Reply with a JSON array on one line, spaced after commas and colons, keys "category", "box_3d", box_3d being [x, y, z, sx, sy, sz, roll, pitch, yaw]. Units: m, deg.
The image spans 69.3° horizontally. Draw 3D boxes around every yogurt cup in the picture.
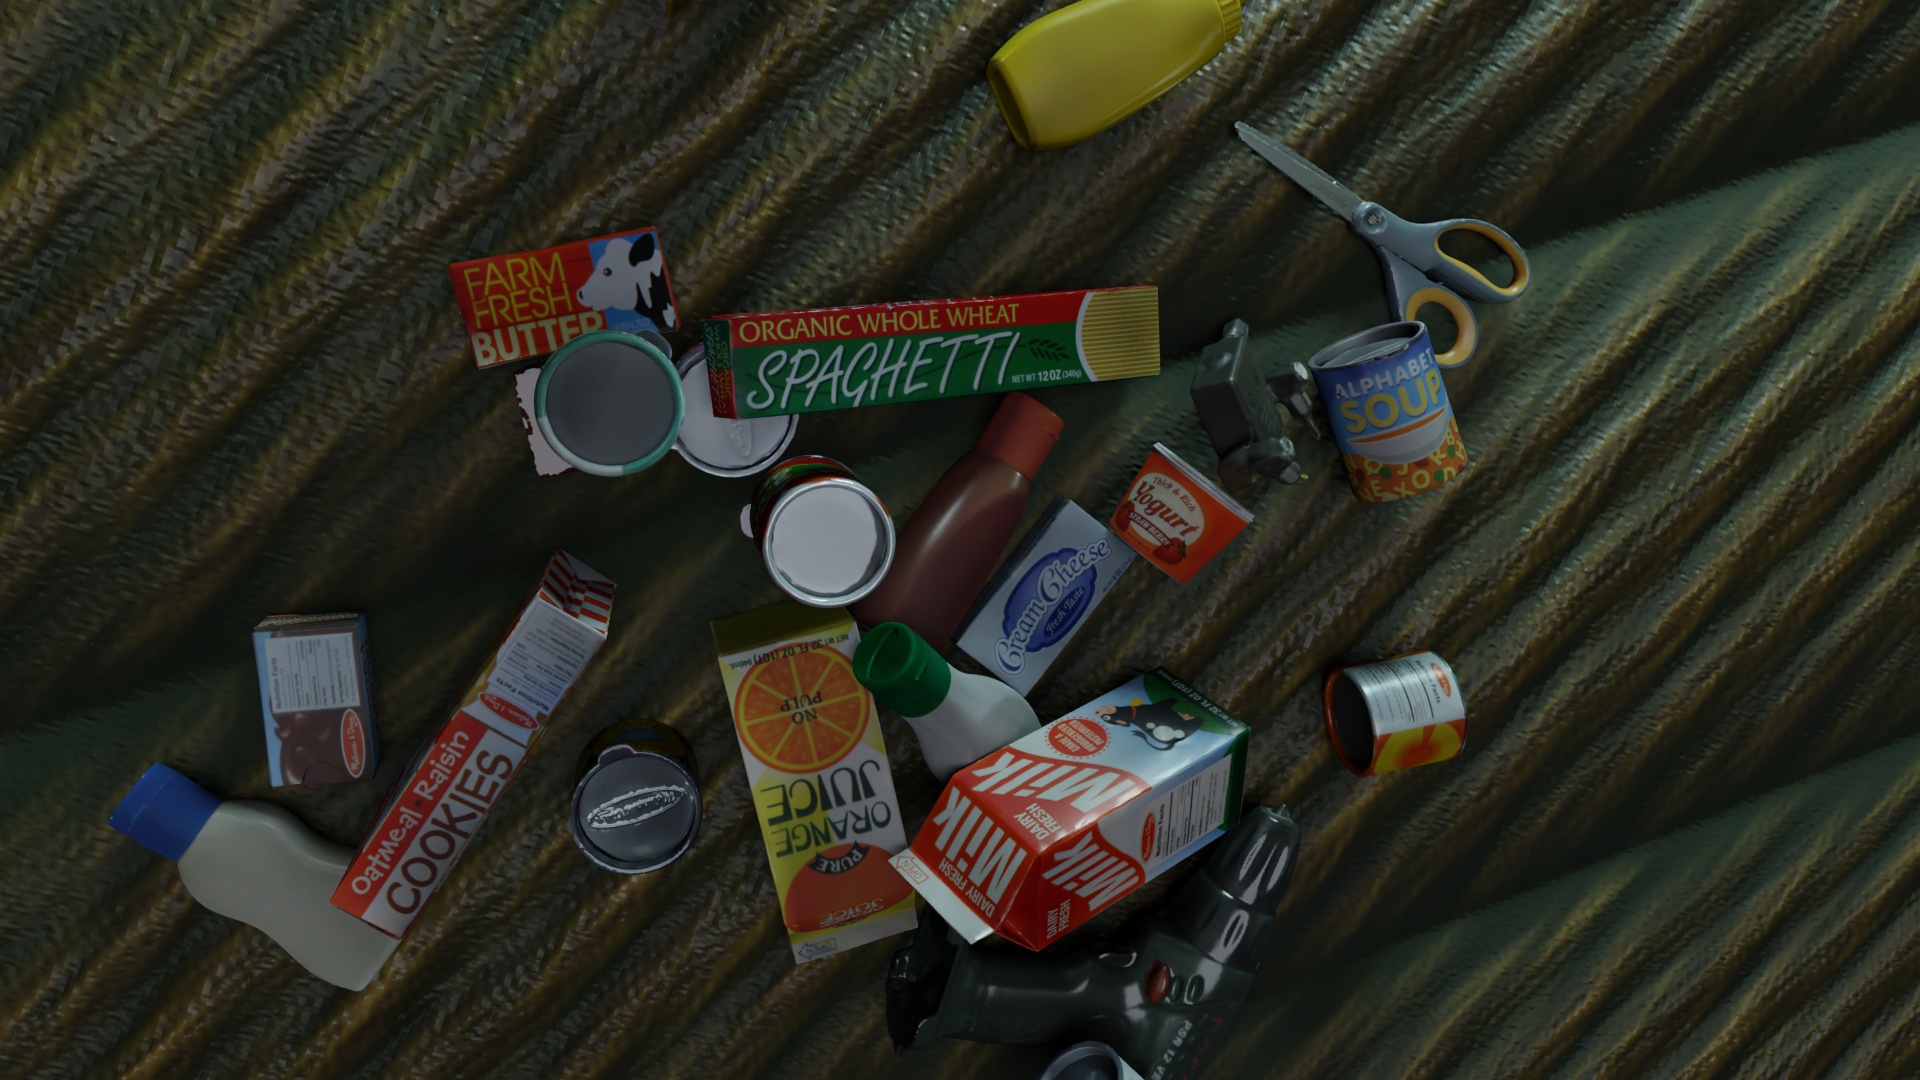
[{"category": "yogurt cup", "box_3d": [0.119, -0.013, 0.765, 0.072, 0.072, 0.054, 35, 99, -16]}]

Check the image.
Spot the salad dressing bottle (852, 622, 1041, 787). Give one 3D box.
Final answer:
[{"category": "salad dressing bottle", "box_3d": [-0.004, 0.091, 0.729, 0.147, 0.044, 0.064, 48, 64, -47]}]

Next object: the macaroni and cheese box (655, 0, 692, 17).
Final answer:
[{"category": "macaroni and cheese box", "box_3d": [-0.092, -0.298, 0.611, 0.124, 0.166, 0.040, -40, 105, -3]}]

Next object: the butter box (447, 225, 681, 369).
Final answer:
[{"category": "butter box", "box_3d": [-0.196, -0.122, 0.693, 0.104, 0.024, 0.053, -13, 103, -10]}]

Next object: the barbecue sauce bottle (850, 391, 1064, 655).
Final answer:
[{"category": "barbecue sauce bottle", "box_3d": [0.003, -0.009, 0.744, 0.148, 0.044, 0.064, -58, 147, -4]}]

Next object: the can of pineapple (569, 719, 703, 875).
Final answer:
[{"category": "can of pineapple", "box_3d": [-0.169, 0.131, 0.727, 0.071, 0.058, 0.071, -2, 101, -13]}]

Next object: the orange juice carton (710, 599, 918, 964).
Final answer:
[{"category": "orange juice carton", "box_3d": [-0.075, 0.132, 0.741, 0.072, 0.073, 0.192, -14, 103, -10]}]

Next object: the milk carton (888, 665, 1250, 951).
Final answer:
[{"category": "milk carton", "box_3d": [0.059, 0.146, 0.732, 0.191, 0.072, 0.073, -23, 129, -31]}]

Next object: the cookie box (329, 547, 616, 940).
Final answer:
[{"category": "cookie box", "box_3d": [-0.230, 0.093, 0.673, 0.040, 0.123, 0.167, 34, 91, -16]}]

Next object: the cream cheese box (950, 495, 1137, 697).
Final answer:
[{"category": "cream cheese box", "box_3d": [0.045, 0.031, 0.776, 0.053, 0.024, 0.104, 38, 90, -15]}]

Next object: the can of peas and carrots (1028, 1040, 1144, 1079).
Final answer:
[{"category": "can of peas and carrots", "box_3d": [0.075, 0.313, 0.744, 0.071, 0.071, 0.058, -43, 112, -2]}]

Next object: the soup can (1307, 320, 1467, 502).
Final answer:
[{"category": "soup can", "box_3d": [0.240, -0.071, 0.778, 0.071, 0.071, 0.083, -25, 105, -7]}]

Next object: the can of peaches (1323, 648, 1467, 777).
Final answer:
[{"category": "can of peaches", "box_3d": [0.253, 0.103, 0.816, 0.058, 0.071, 0.071, -9, 102, -11]}]

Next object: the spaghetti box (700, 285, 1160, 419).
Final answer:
[{"category": "spaghetti box", "box_3d": [-0.006, -0.097, 0.703, 0.251, 0.028, 0.050, -9, 102, -29]}]

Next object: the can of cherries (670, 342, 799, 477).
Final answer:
[{"category": "can of cherries", "box_3d": [-0.120, -0.068, 0.703, 0.071, 0.058, 0.071, -3, 102, -13]}]

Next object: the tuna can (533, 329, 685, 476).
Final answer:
[{"category": "tuna can", "box_3d": [-0.156, -0.064, 0.627, 0.071, 0.033, 0.071, -2, 98, -13]}]

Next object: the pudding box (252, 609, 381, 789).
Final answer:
[{"category": "pudding box", "box_3d": [-0.323, 0.079, 0.698, 0.050, 0.030, 0.083, -4, 101, -13]}]

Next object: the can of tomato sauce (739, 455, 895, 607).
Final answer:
[{"category": "can of tomato sauce", "box_3d": [-0.074, -0.006, 0.711, 0.071, 0.083, 0.071, -2, 101, -13]}]

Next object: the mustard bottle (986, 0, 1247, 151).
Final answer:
[{"category": "mustard bottle", "box_3d": [0.094, -0.259, 0.723, 0.160, 0.049, 0.065, -27, 105, -8]}]

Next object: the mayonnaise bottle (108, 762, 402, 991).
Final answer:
[{"category": "mayonnaise bottle", "box_3d": [-0.350, 0.166, 0.702, 0.148, 0.041, 0.065, 37, 89, -15]}]
